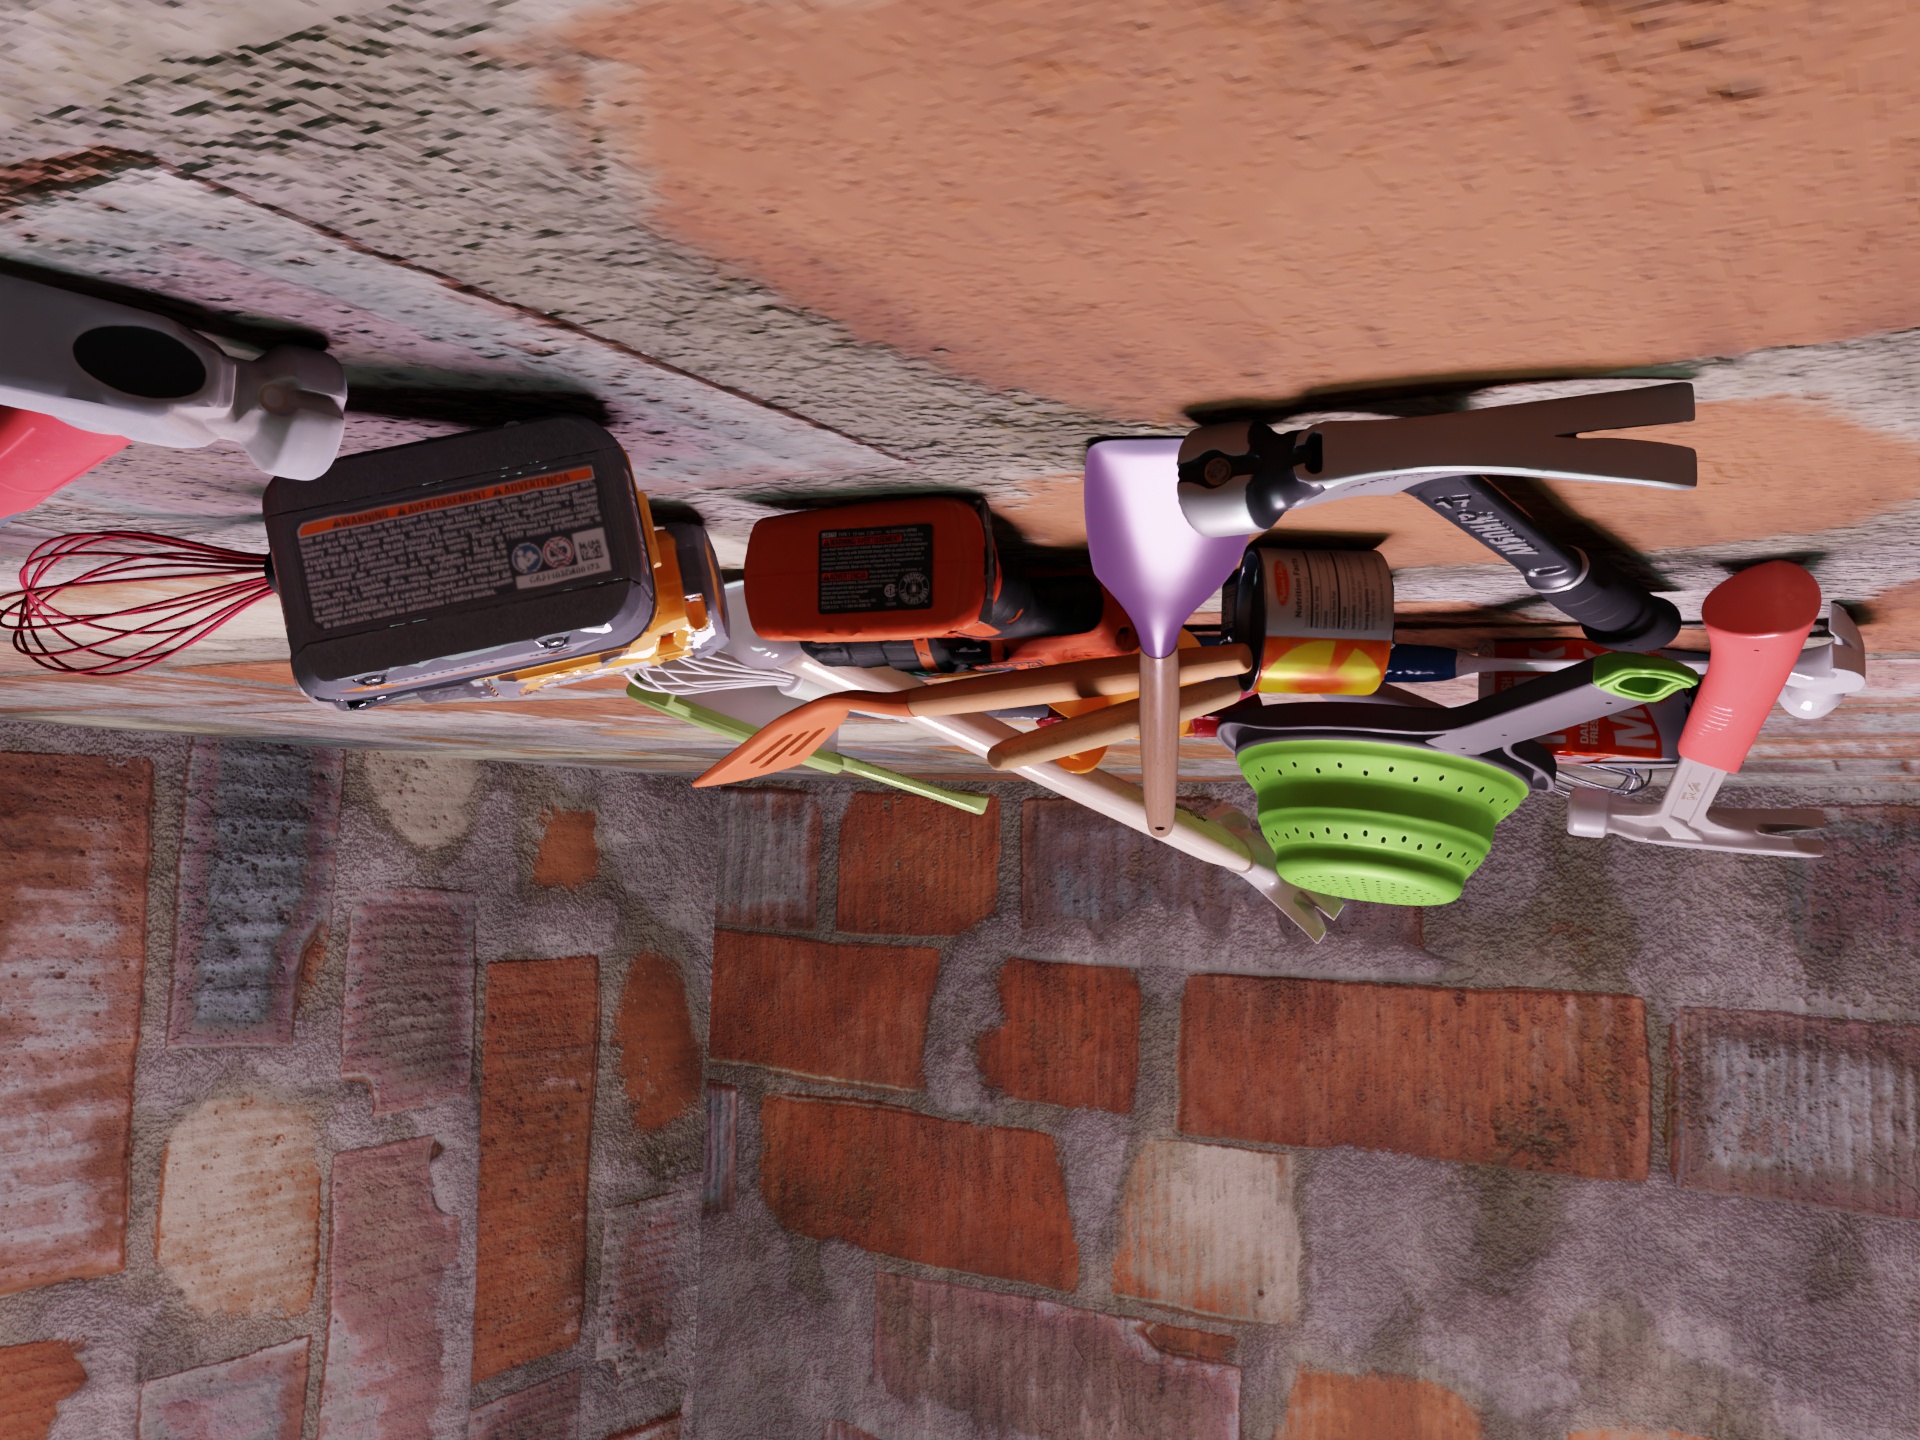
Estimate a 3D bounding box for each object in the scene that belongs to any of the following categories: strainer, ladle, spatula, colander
[{"bbox_3d":[-0.090,-0.005,1.060,0.256,0.069,0.151,19,179,-17],"label":"strainer"},{"bbox_3d":[-0.164,-0.061,0.827,0.258,0.050,0.087,8,158,-28],"label":"strainer"},{"bbox_3d":[0.119,-0.010,0.797,0.069,0.031,0.315,-1,-171,43],"label":"ladle"},{"bbox_3d":[-0.001,-0.003,0.784,0.323,0.041,0.081,-7,-178,38],"label":"spatula"},{"bbox_3d":[0.272,0.045,0.898,0.204,0.094,0.397,12,167,-10],"label":"colander"},{"bbox_3d":[0.086,-0.020,0.671,0.060,0.018,0.315,1,152,7],"label":"spatula"}]

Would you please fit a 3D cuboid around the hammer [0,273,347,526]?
[{"bbox_3d":[-0.354,-0.089,0.555,0.143,0.038,0.386,7,173,-41],"label":"hammer"}]

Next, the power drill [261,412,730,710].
[{"bbox_3d":[-0.190,-0.044,0.610,0.185,0.084,0.226,-12,178,-3],"label":"power drill"}]

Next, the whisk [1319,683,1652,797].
[{"bbox_3d":[0.366,0.005,1.130,0.239,0.055,0.055,19,-178,21],"label":"whisk"}]

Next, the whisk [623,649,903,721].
[{"bbox_3d":[-0.109,-0.030,0.966,0.058,0.059,0.246,23,-175,40],"label":"whisk"}]

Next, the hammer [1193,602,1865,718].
[{"bbox_3d":[0.299,-0.035,0.924,0.405,0.035,0.144,2,170,18],"label":"hammer"}]

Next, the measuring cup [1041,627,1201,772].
[{"bbox_3d":[0.079,-0.019,0.829,0.095,0.052,0.174,19,-161,9],"label":"measuring cup"}]

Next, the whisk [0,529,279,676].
[{"bbox_3d":[-0.330,-0.066,0.738,0.296,0.073,0.073,-6,173,19],"label":"whisk"}]

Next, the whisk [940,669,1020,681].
[{"bbox_3d":[0.046,-0.037,1.037,0.051,0.047,0.245,12,176,-27],"label":"whisk"}]

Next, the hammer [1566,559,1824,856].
[{"bbox_3d":[0.418,0.008,0.855,0.149,0.037,0.358,4,161,18],"label":"hammer"}]

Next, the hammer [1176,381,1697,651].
[{"bbox_3d":[0.239,-0.065,0.634,0.149,0.036,0.408,-2,174,33],"label":"hammer"}]

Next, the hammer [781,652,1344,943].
[{"bbox_3d":[0.067,0.036,1.002,0.410,0.038,0.146,25,-169,-29],"label":"hammer"}]

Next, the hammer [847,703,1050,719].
[{"bbox_3d":[0.018,-0.012,1.377,0.335,0.035,0.146,2,176,4],"label":"hammer"}]
